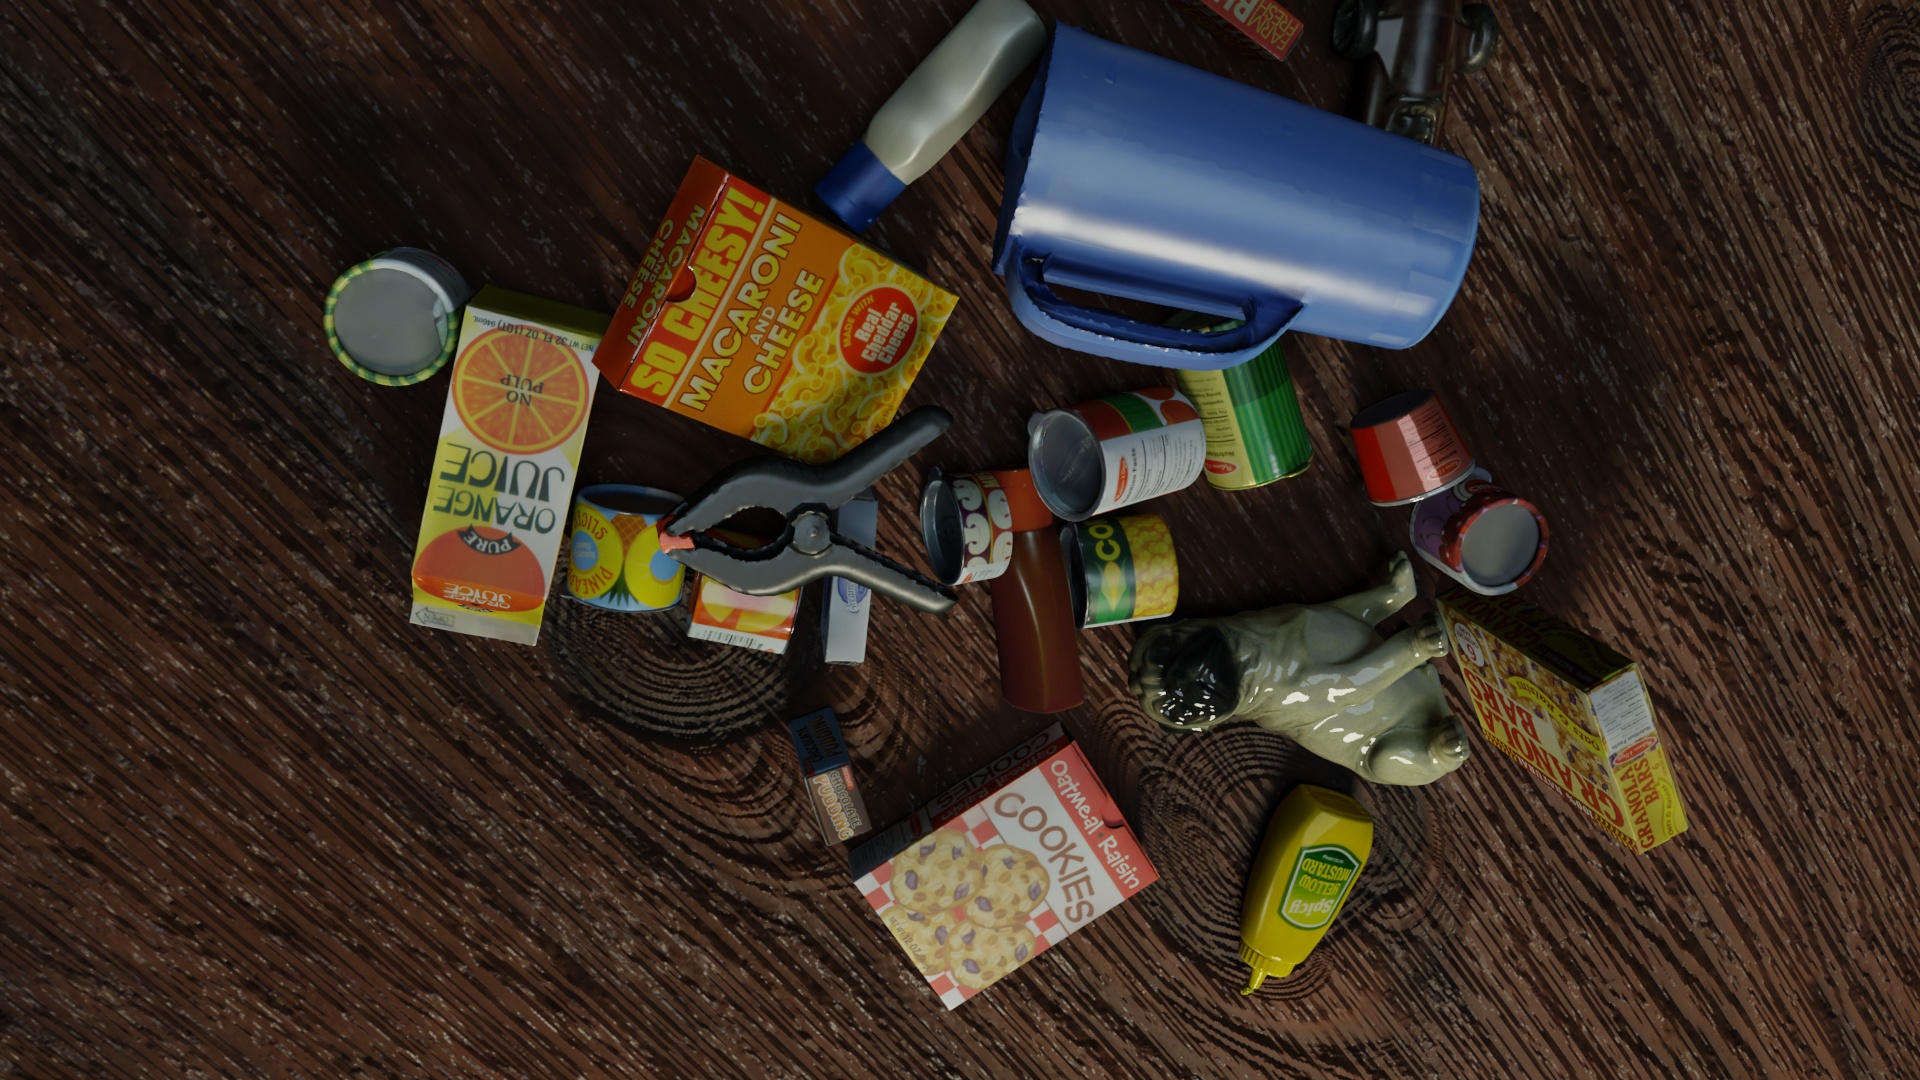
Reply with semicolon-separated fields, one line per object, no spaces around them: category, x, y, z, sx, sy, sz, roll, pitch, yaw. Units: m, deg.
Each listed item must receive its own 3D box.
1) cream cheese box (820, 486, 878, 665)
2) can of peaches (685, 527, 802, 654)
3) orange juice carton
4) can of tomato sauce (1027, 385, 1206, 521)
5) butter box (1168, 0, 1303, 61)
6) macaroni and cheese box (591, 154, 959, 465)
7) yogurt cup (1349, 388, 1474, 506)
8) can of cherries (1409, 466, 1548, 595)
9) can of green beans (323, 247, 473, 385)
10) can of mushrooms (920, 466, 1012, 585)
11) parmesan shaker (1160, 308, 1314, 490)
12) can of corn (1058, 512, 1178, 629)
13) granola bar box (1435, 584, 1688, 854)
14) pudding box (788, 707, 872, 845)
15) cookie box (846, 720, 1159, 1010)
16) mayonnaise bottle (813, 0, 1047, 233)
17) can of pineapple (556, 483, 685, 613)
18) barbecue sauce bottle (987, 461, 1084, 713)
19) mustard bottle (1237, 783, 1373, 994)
cream cheese box;-0.067;0.016;0.825;0.024;0.053;0.103;3;106;-10
can of peaches;-0.125;0.027;0.812;0.058;0.071;0.071;11;105;-14
orange juice carton;-0.249;-0.035;0.763;0.072;0.073;0.192;13;104;-15
can of tomato sauce;0.091;-0.054;0.814;0.083;0.071;0.071;-16;112;-35
butter box;0.136;-0.303;0.767;0.103;0.053;0.024;29;102;-18
macaroni and cheese box;-0.095;-0.114;0.750;0.166;0.040;0.123;20;103;-44
yogurt cup;0.278;-0.059;0.865;0.072;0.072;0.054;-26;102;-2
can of cherries;0.334;-0.007;0.894;0.071;0.058;0.071;-3;108;-10
can of green beans;-0.296;-0.119;0.736;0.071;0.058;0.071;-3;108;-10
can of mushrooms;0.003;-0.010;0.822;0.033;0.071;0.070;-8;109;-21
parmesan shaker;0.167;-0.090;0.829;0.071;0.071;0.102;-22;110;-3
can of corn;0.096;0.016;0.850;0.058;0.071;0.071;-7;108;-10
granola bar box;0.377;0.105;0.880;0.039;0.166;0.124;-27;110;-3
pudding box;-0.080;0.142;0.846;0.030;0.084;0.049;-19;109;-7
cookie box;0.030;0.214;0.912;0.167;0.040;0.122;-32;110;0
mayonnaise bottle;-0.017;-0.233;0.755;0.148;0.065;0.041;-45;89;9
can of pineapple;-0.190;0.004;0.789;0.071;0.071;0.057;7;105;-13
barbecue sauce bottle;0.042;0.027;0.848;0.044;0.065;0.148;-12;101;-25
mustard bottle;0.229;0.249;0.957;0.065;0.049;0.159;16;103;-14
